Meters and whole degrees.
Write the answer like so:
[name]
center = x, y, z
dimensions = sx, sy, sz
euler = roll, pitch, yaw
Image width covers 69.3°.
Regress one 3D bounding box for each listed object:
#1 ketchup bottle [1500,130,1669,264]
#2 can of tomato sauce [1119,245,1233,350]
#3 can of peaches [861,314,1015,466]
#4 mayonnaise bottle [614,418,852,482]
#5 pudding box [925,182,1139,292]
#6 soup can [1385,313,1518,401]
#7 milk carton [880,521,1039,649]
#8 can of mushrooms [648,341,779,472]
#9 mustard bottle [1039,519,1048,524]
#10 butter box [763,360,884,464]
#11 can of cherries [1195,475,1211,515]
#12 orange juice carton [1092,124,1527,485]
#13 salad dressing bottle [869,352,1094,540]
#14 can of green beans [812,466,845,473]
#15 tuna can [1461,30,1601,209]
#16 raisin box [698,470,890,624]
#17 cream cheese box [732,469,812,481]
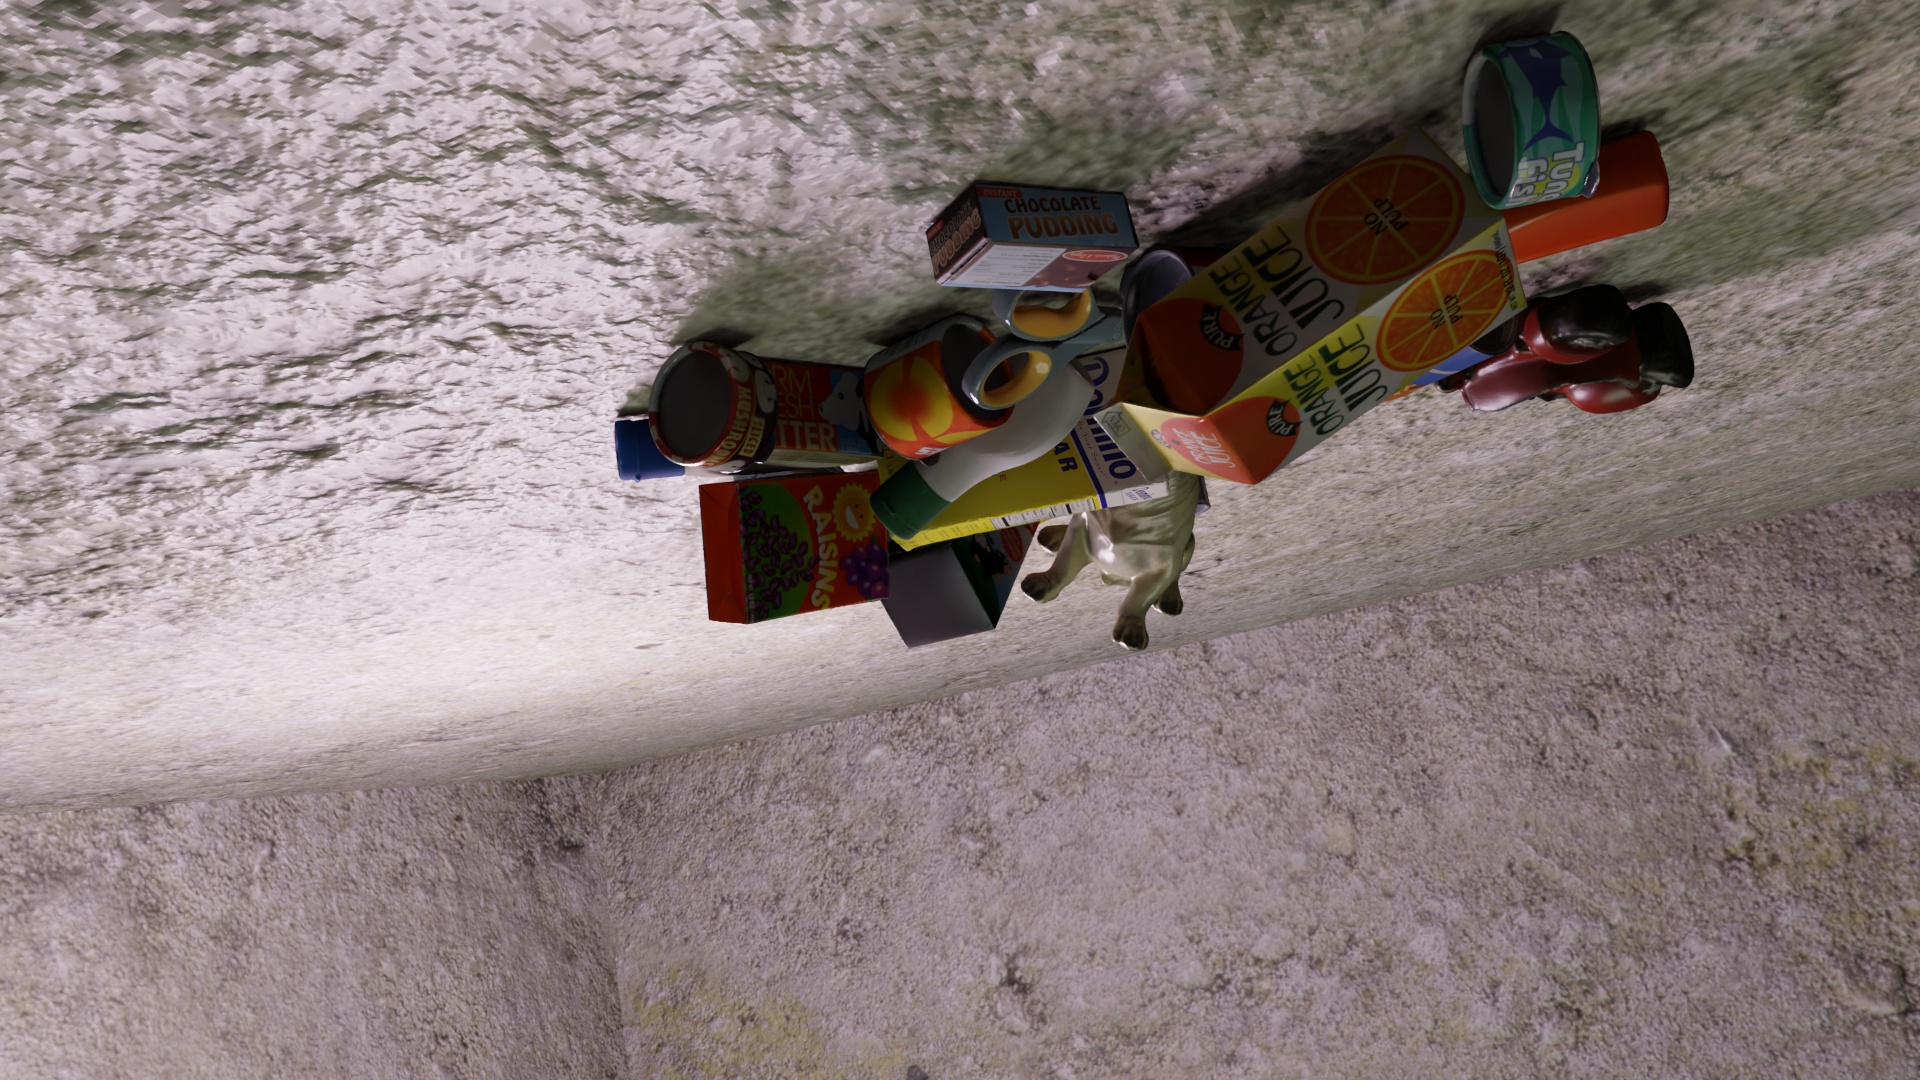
[ketchup bottle]
center = 0.274, -0.161, 0.704
dimensions = 0.148, 0.043, 0.064
euler = -14, 167, 19
[can of tomato sauce]
center = 0.136, -0.120, 0.728
dimensions = 0.083, 0.071, 0.071
euler = -5, 167, -28
[can of peaches]
center = -0.010, -0.082, 0.767
dimensions = 0.058, 0.071, 0.071
euler = -21, 165, 38
[mayonnaise bottle]
center = -0.132, -0.061, 0.842
dimensions = 0.148, 0.041, 0.064
euler = -6, 173, -17
[pudding box]
center = 0.033, -0.137, 0.635
dimensions = 0.084, 0.030, 0.049
euler = -4, 166, -30
[soup can]
center = 0.271, -0.127, 0.819
dimensions = 0.071, 0.071, 0.083
euler = -3, 167, -31
[milk carton]
center = 0.004, -0.012, 0.996
dimensions = 0.072, 0.073, 0.191
euler = -16, -154, 26
[can of mushrooms]
center = -0.129, -0.068, 0.728
dimensions = 0.071, 0.071, 0.033
euler = -17, 165, 31
[mustard bottle]
center = 0.058, -0.041, 1.096
dimensions = 0.065, 0.049, 0.159
euler = -4, 166, -36
[butter box]
center = -0.092, -0.072, 0.788
dimensions = 0.104, 0.053, 0.024
euler = 1, 167, -42
[can of cherries]
center = 0.164, -0.048, 1.134
dimensions = 0.071, 0.058, 0.071
euler = -10, 170, -2
[orange juice carton]
center = 0.155, -0.095, 0.645
dimensions = 0.192, 0.073, 0.071
euler = -34, 143, 10
[salad dressing bottle]
center = 0.010, -0.059, 0.821
dimensions = 0.147, 0.064, 0.044
euler = -40, 166, 15
[can of green beans]
center = -0.115, -0.021, 0.991
dimensions = 0.057, 0.071, 0.071
euler = -20, 165, 40
[tuna can]
center = 0.230, -0.167, 0.561
dimensions = 0.033, 0.071, 0.071
euler = -10, 169, 4
[raisin box]
center = -0.100, 0.001, 0.865
dimensions = 0.040, 0.086, 0.124
euler = -1, -176, 41
[cream cheese box]
center = -0.119, -0.012, 0.933
dimensions = 0.053, 0.104, 0.024
euler = -17, 174, 34
